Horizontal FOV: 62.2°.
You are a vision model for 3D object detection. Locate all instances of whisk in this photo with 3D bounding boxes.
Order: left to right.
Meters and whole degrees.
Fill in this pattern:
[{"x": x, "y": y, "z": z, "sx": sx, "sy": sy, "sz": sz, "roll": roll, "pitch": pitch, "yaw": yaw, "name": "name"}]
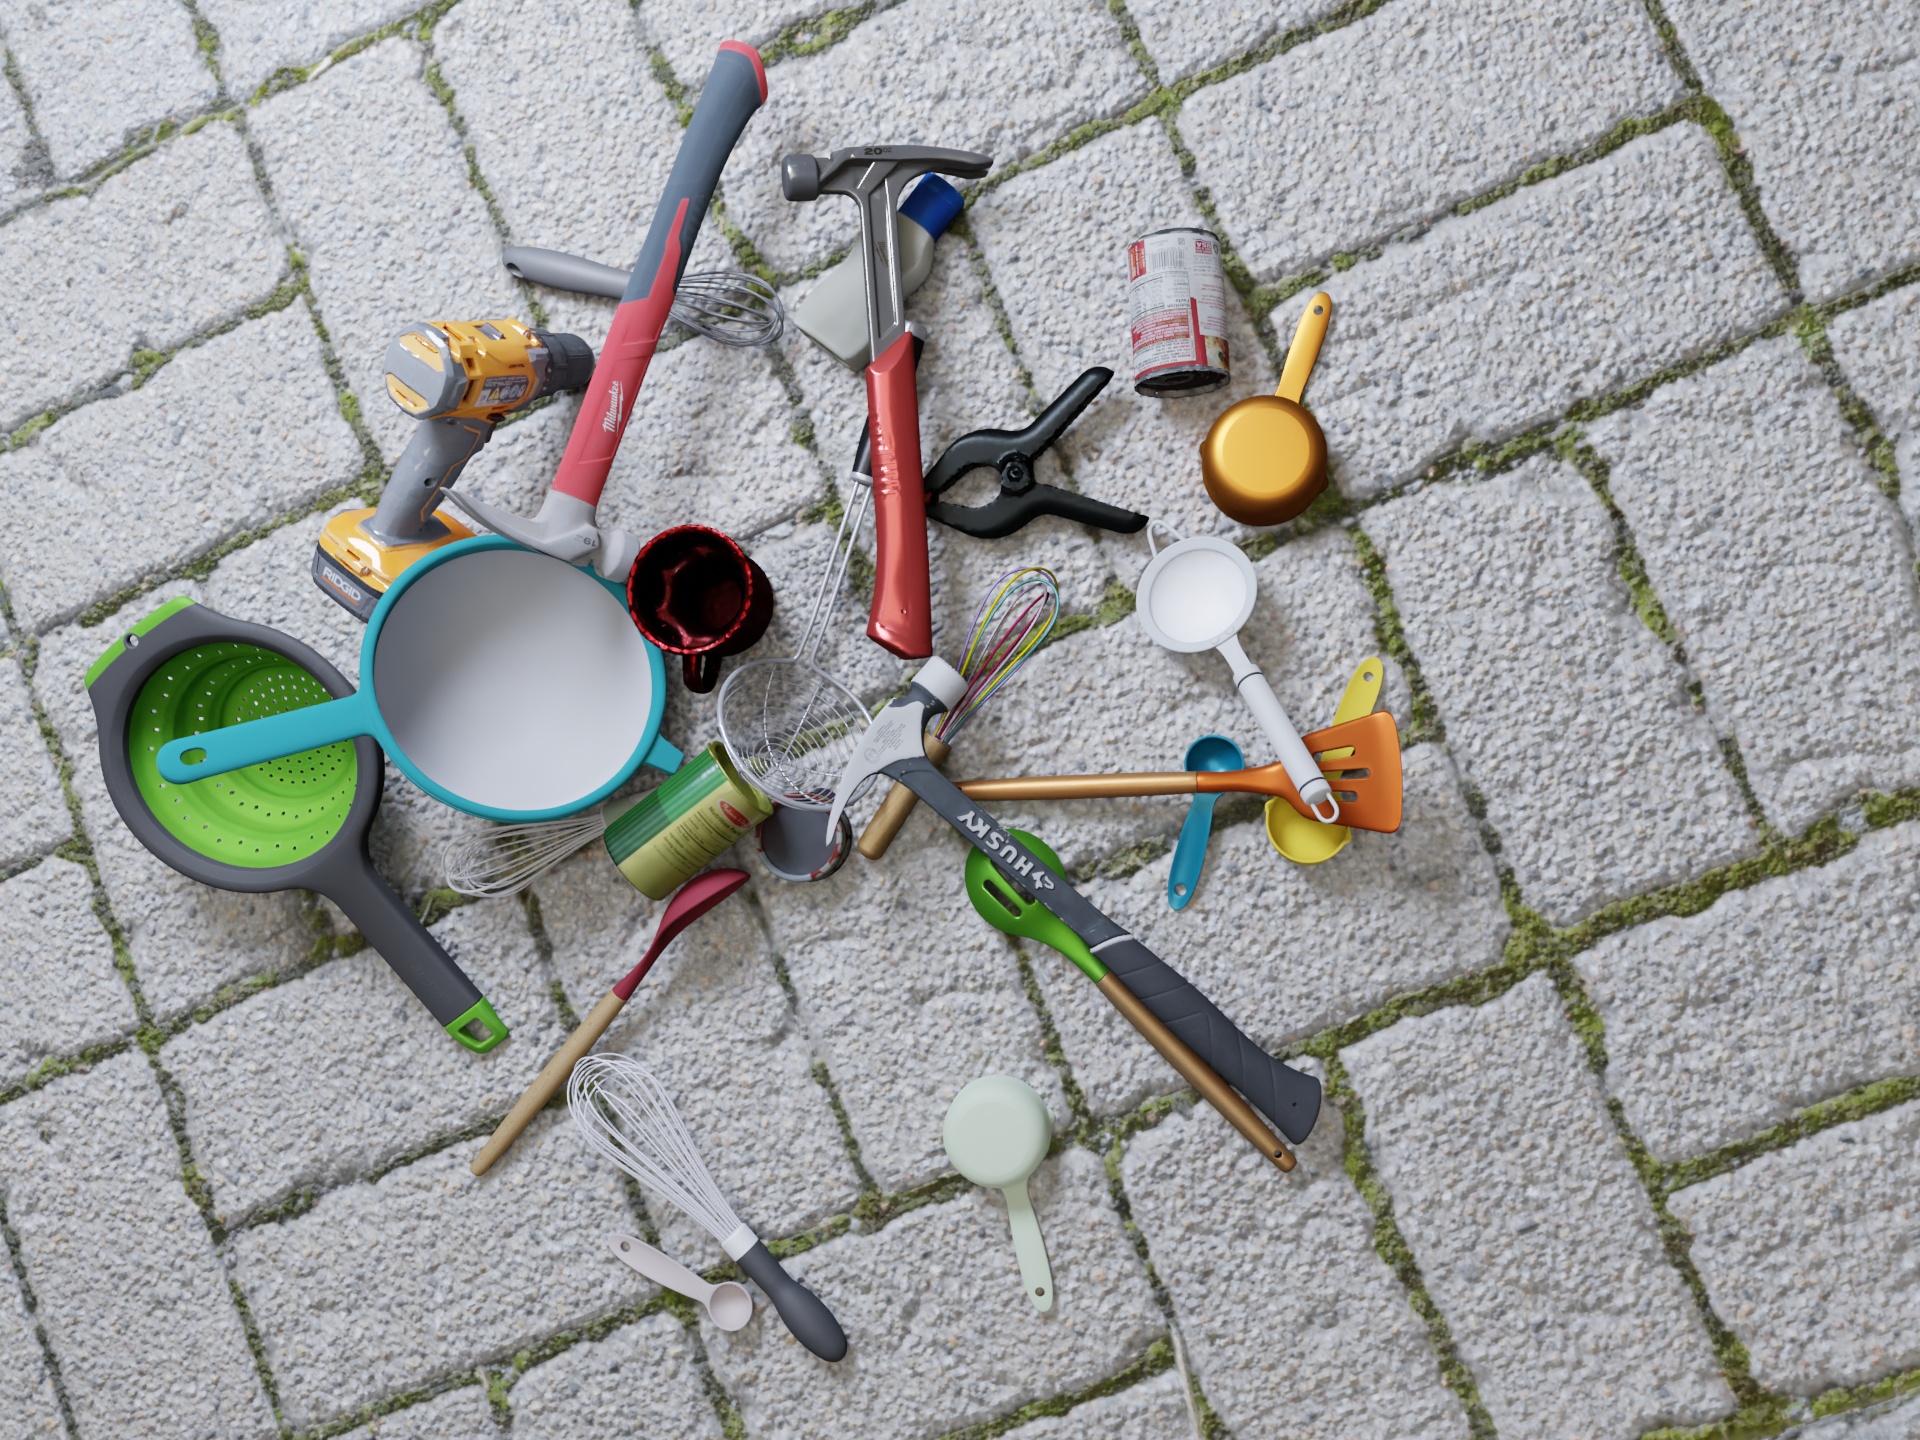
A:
[{"x": -0.268, "y": 0.076, "z": 1.178, "sx": 0.246, "sy": 0.058, "sz": 0.059, "roll": -20, "pitch": 120, "yaw": 3, "name": "whisk"}, {"x": -0.240, "y": -0.326, "z": 1.196, "sx": 0.239, "sy": 0.055, "sz": 0.055, "roll": 15, "pitch": 89, "yaw": 13, "name": "whisk"}, {"x": -0.180, "y": 0.350, "z": 1.142, "sx": 0.070, "sy": 0.070, "sz": 0.284, "roll": -44, "pitch": 86, "yaw": 4, "name": "whisk"}, {"x": 0.000, "y": -0.003, "z": 1.142, "sx": 0.051, "sy": 0.047, "sz": 0.245, "roll": 35, "pitch": 97, "yaw": 21, "name": "whisk"}]

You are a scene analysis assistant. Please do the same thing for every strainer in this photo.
[{"x": -0.380, "y": -0.005, "z": 1.120, "sx": 0.340, "sy": 0.095, "sz": 0.211, "roll": -17, "pitch": 83, "yaw": -28, "name": "strainer"}, {"x": 0.190, "y": -0.033, "z": 1.076, "sx": 0.087, "sy": 0.050, "sz": 0.259, "roll": -32, "pitch": 55, "yaw": 12, "name": "strainer"}]

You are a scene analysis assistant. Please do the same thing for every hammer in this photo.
[{"x": -0.231, "y": -0.300, "z": 1.111, "sx": 0.038, "sy": 0.143, "sz": 0.386, "roll": 16, "pitch": 85, "yaw": 49, "name": "hammer"}, {"x": -0.038, "y": -0.223, "z": 1.117, "sx": 0.149, "sy": 0.037, "sz": 0.359, "roll": -4, "pitch": 88, "yaw": -11, "name": "hammer"}, {"x": 0.085, "y": 0.143, "z": 1.087, "sx": 0.409, "sy": 0.036, "sz": 0.149, "roll": 42, "pitch": 82, "yaw": 1, "name": "hammer"}]

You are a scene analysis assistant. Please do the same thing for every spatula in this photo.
[{"x": 0.138, "y": 0.043, "z": 1.098, "sx": 0.322, "sy": 0.041, "sz": 0.081, "roll": -3, "pitch": 85, "yaw": 17, "name": "spatula"}]

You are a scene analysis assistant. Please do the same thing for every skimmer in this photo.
[{"x": -0.075, "y": -0.116, "z": 1.135, "sx": 0.127, "sy": 0.090, "sz": 0.363, "roll": 19, "pitch": 87, "yaw": -23, "name": "skimmer"}]

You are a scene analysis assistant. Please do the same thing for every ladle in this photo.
[{"x": -0.264, "y": 0.220, "z": 1.167, "sx": 0.031, "sy": 0.069, "sz": 0.315, "roll": 42, "pitch": 100, "yaw": 11, "name": "ladle"}]

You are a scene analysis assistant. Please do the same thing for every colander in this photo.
[{"x": -0.468, "y": 0.082, "z": 1.197, "sx": 0.204, "sy": 0.094, "sz": 0.397, "roll": -36, "pitch": 100, "yaw": 10, "name": "colander"}]

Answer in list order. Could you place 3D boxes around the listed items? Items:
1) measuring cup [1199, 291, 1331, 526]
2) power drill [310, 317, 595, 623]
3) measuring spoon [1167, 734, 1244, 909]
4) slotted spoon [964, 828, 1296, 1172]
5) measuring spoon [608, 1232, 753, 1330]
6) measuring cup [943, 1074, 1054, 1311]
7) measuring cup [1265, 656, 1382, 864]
[{"x": 0.226, "y": -0.223, "z": 1.110, "sx": 0.095, "sy": 0.052, "sz": 0.173, "roll": 20, "pitch": 92, "yaw": 10, "name": "measuring cup"}, {"x": -0.361, "y": -0.190, "z": 1.158, "sx": 0.084, "sy": 0.185, "sz": 0.226, "roll": 37, "pitch": 116, "yaw": 10, "name": "power drill"}, {"x": 0.169, "y": 0.072, "z": 1.124, "sx": 0.042, "sy": 0.021, "sz": 0.128, "roll": 16, "pitch": 98, "yaw": 14, "name": "measuring spoon"}, {"x": 0.120, "y": 0.197, "z": 1.117, "sx": 0.070, "sy": 0.031, "sz": 0.314, "roll": -45, "pitch": 83, "yaw": 1, "name": "slotted spoon"}, {"x": -0.204, "y": 0.406, "z": 1.165, "sx": 0.124, "sy": 0.018, "sz": 0.034, "roll": 23, "pitch": 91, "yaw": 17, "name": "measuring spoon"}, {"x": 0.036, "y": 0.334, "z": 1.114, "sx": 0.083, "sy": 0.038, "sz": 0.168, "roll": -16, "pitch": 82, "yaw": 8, "name": "measuring cup"}, {"x": 0.260, "y": 0.029, "z": 1.109, "sx": 0.062, "sy": 0.029, "sz": 0.156, "roll": 22, "pitch": 79, "yaw": 15, "name": "measuring cup"}]
